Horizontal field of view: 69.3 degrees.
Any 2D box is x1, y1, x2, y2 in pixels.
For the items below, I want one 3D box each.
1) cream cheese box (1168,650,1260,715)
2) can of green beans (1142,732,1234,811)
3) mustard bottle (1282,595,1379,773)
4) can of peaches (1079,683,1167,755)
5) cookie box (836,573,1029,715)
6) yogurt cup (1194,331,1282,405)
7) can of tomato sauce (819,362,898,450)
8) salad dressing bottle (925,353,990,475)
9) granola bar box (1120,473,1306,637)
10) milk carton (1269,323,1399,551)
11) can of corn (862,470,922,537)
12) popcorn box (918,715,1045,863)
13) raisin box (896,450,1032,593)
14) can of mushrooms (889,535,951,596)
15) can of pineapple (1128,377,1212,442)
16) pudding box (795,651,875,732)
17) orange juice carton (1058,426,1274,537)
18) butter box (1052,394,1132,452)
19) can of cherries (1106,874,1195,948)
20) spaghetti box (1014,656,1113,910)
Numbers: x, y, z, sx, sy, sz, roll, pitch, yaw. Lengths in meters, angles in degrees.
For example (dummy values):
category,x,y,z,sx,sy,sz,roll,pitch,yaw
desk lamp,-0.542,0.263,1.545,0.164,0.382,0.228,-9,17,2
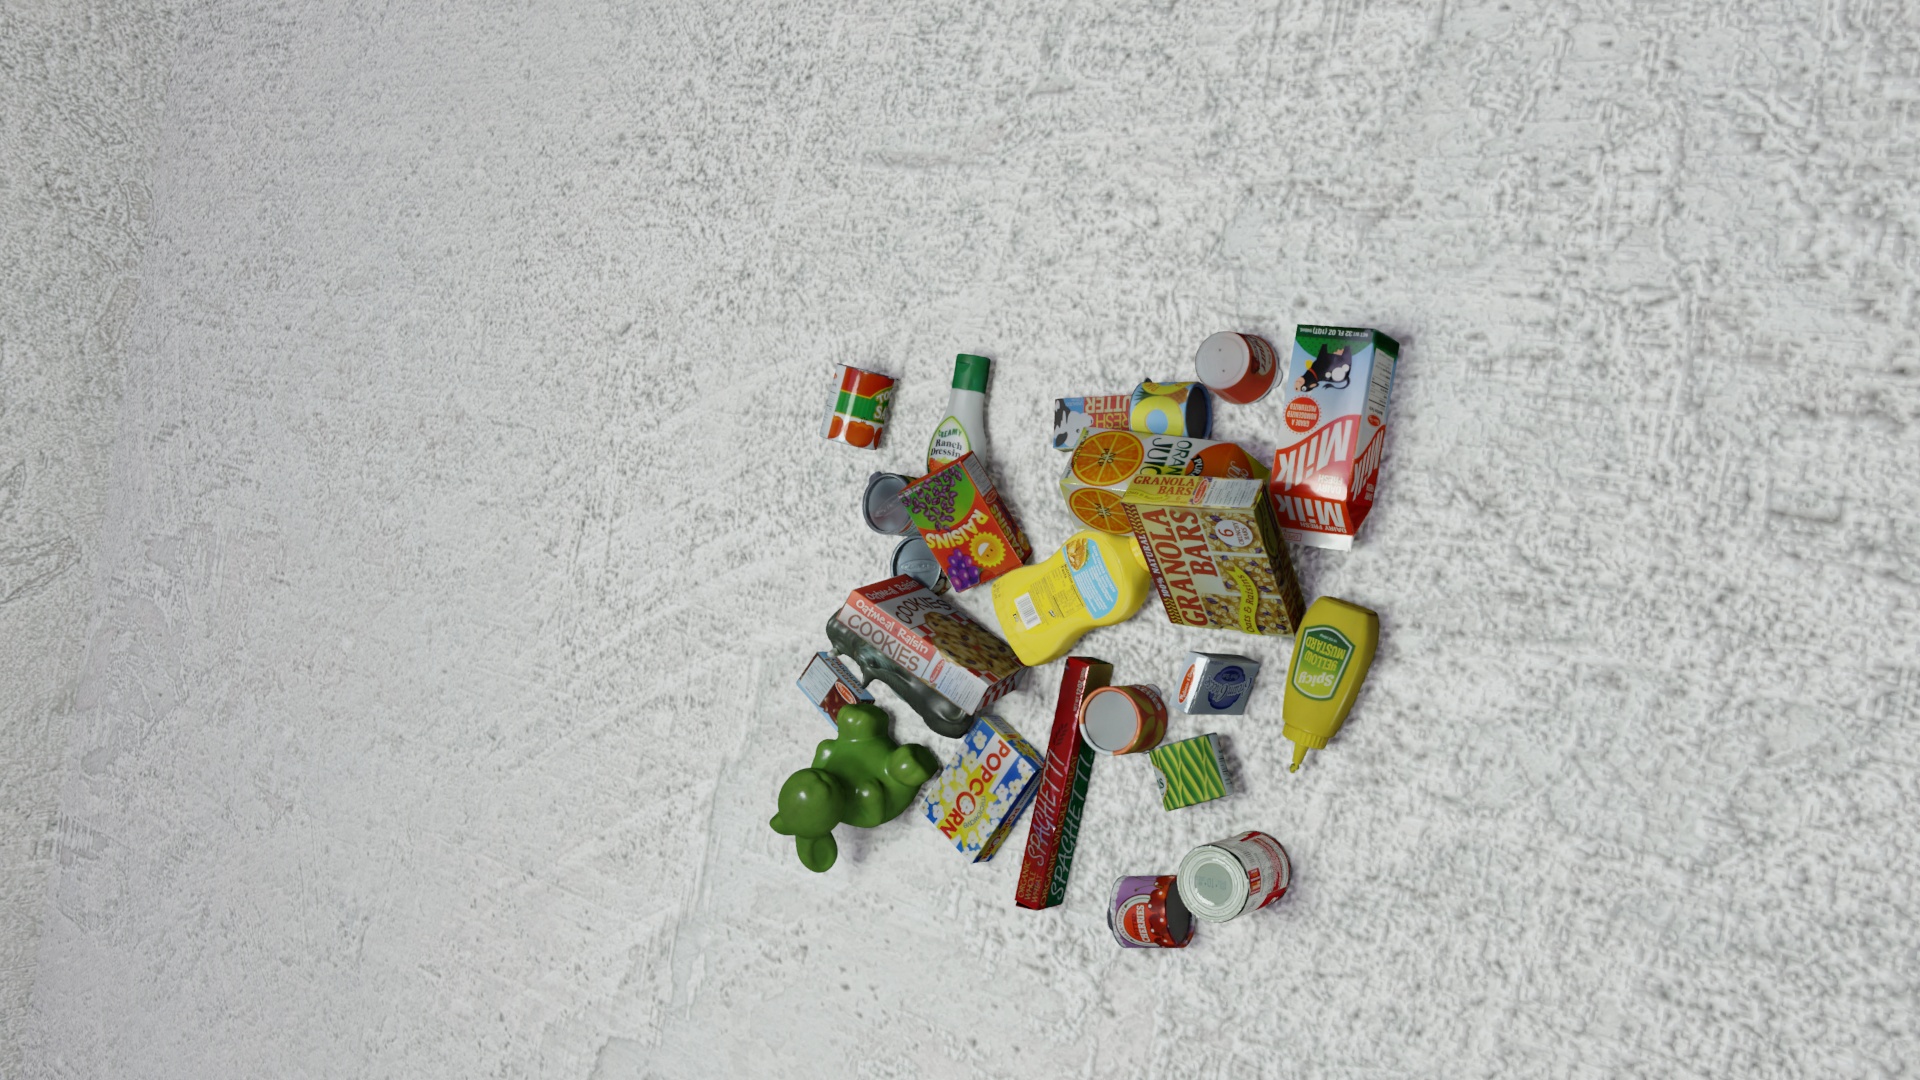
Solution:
category,x,y,z,sx,sy,sz,roll,pitch,yaw
cream cheese box,0.229,0.128,1.244,0.024,0.104,0.053,24,98,37
can of green beans,0.211,0.212,1.271,0.071,0.071,0.058,-23,74,30
mustard bottle,0.316,0.131,1.218,0.065,0.049,0.160,20,97,35
can of peaches,0.155,0.168,1.317,0.071,0.058,0.071,-3,85,34
cookie box,-0.025,0.100,1.382,0.167,0.123,0.040,34,107,16
yogurt cup,0.252,-0.162,1.284,0.072,0.054,0.072,-4,84,34
can of tomato sauce,-0.111,-0.146,1.520,0.071,0.071,0.083,19,97,34
salad dressing bottle,0.001,-0.121,1.454,0.064,0.044,0.147,11,91,33
granola bar box,0.225,0.015,1.228,0.124,0.165,0.039,5,49,34
milk carton,0.325,-0.088,1.218,0.072,0.073,0.190,10,91,34
can of corn,-0.062,-0.039,1.481,0.071,0.058,0.071,-3,84,34
popcorn box,0.025,0.252,1.408,0.085,0.038,0.126,41,108,29
raisin box,0.005,-0.018,1.415,0.086,0.040,0.123,-26,101,29
can of mushrooms,-0.040,0.031,1.475,0.071,0.033,0.071,-3,84,33
can of pineapple,0.198,-0.119,1.309,0.058,0.071,0.071,3,87,33
pudding box,-0.139,0.167,1.530,0.084,0.030,0.049,44,108,28
orange juice carton,0.196,-0.047,1.279,0.193,0.072,0.072,9,56,27
butter box,0.142,-0.116,1.372,0.103,0.024,0.053,0,86,34
can of cherries,0.176,0.343,1.279,0.058,0.071,0.071,-10,81,33
spaghetti box,0.101,0.237,1.352,0.029,0.050,0.249,14,94,35
